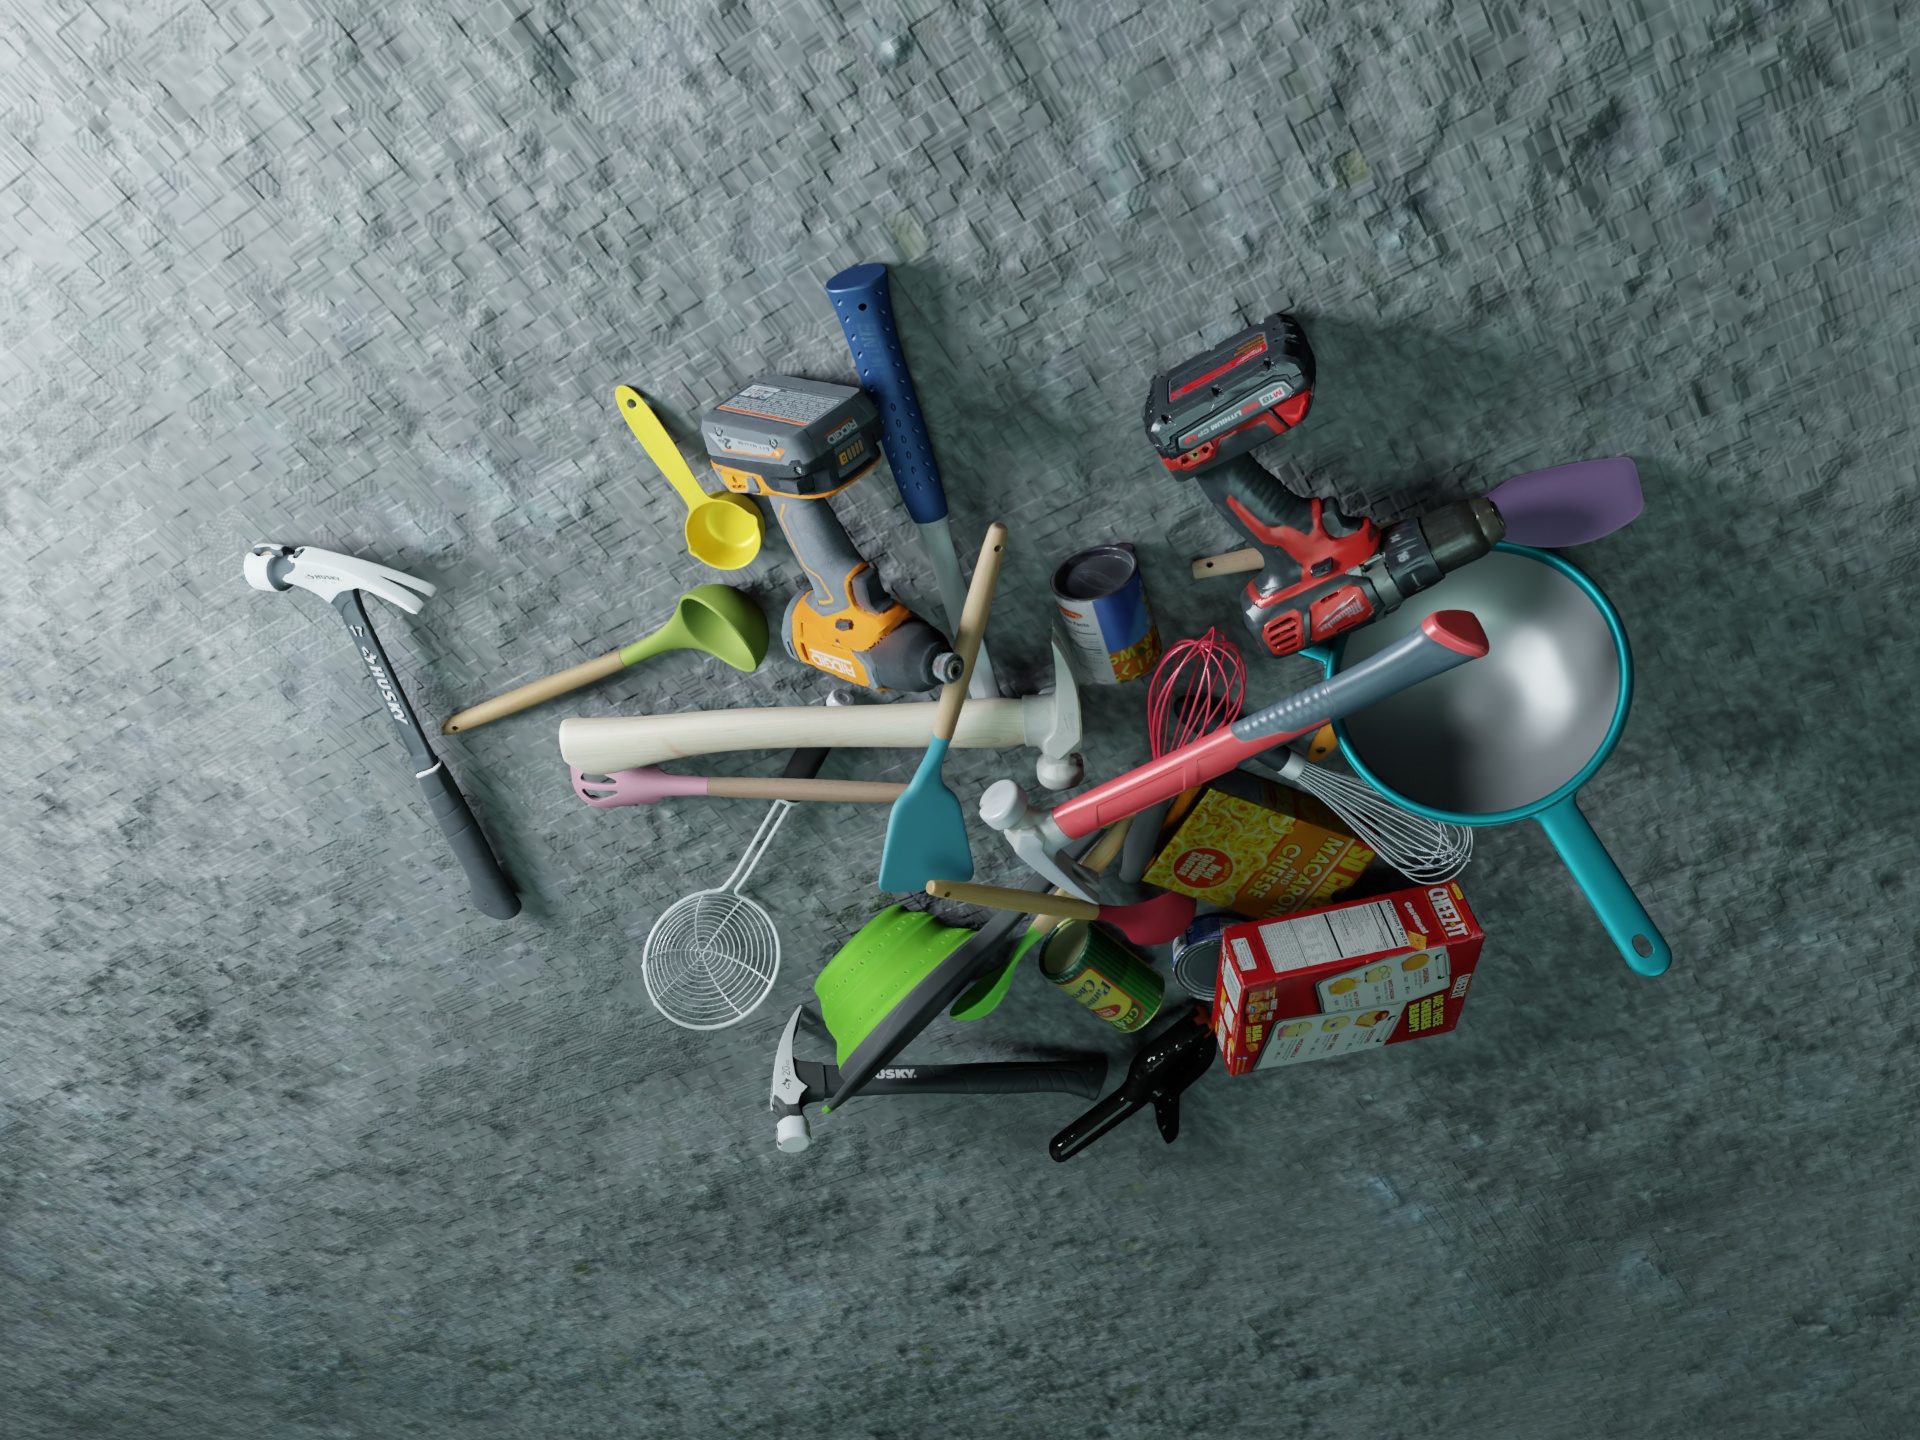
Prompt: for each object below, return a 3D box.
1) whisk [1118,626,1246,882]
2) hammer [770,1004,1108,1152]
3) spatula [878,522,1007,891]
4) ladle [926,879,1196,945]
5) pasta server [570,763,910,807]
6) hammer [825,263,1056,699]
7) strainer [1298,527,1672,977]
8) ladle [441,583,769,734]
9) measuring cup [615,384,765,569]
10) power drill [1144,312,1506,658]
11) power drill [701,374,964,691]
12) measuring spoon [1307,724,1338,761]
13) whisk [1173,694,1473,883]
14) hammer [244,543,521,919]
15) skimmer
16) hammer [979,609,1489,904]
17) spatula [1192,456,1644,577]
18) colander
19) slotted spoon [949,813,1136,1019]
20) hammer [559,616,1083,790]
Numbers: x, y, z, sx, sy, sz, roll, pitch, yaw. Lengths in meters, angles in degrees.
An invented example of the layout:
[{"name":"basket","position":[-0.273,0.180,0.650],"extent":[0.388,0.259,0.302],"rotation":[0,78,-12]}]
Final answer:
[{"name":"whisk","position":[0.165,0.037,1.263],"extent":[0.073,0.073,0.295],"rotation":[8,137,-4]},{"name":"hammer","position":[-0.017,0.343,1.540],"extent":[0.334,0.146,0.035],"rotation":[2,132,-13]},{"name":"spatula","position":[-0.002,-0.004,1.182],"extent":[0.082,0.044,0.317],"rotation":[-4,130,-24]},{"name":"ladle","position":[0.093,0.155,1.329],"extent":[0.315,0.031,0.069],"rotation":[13,120,-40]},{"name":"pasta server","position":[-0.177,0.052,1.303],"extent":[0.316,0.040,0.060],"rotation":[1,110,11]},{"name":"hammer","position":[-0.025,-0.139,1.167],"extent":[0.144,0.035,0.405],"rotation":[-10,129,11]},{"name":"strainer","position":[0.409,0.031,1.149],"extent":[0.211,0.341,0.095],"rotation":[-32,161,15]},{"name":"ladle","position":[-0.290,-0.034,1.260],"extent":[0.320,0.062,0.078],"rotation":[-19,125,21]},{"name":"measuring cup","position":[-0.197,-0.180,1.155],"extent":[0.062,0.029,0.156],"rotation":[-24,113,23]},{"name":"power drill","position":[0.248,-0.161,1.087],"extent":[0.188,0.080,0.226],"rotation":[-25,118,22]},{"name":"power drill","position":[-0.080,-0.118,1.111],"extent":[0.164,0.084,0.226],"rotation":[20,139,42]},{"name":"measuring spoon","position":[0.313,-0.005,1.278],"extent":[0.021,0.011,0.116],"rotation":[19,129,-13]},{"name":"whisk","position":[0.296,0.049,1.293],"extent":[0.284,0.070,0.070],"rotation":[28,127,-9]},{"name":"hammer","position":[-0.442,0.025,1.317],"extent":[0.149,0.036,0.408],"rotation":[7,135,18]},{"name":"skimmer","position":[-0.168,0.126,1.364],"extent":[0.127,0.090,0.363],"rotation":[14,130,-24]},{"name":"hammer","position":[0.208,0.027,1.169],"extent":[0.386,0.038,0.143],"rotation":[-27,130,28]},{"name":"spatula","position":[0.325,-0.136,1.150],"extent":[0.316,0.060,0.018],"rotation":[-9,167,15]},{"name":"colander","position":[-0.010,0.174,1.395],"extent":[0.094,0.204,0.397],"rotation":[45,107,10]},{"name":"slotted spoon","position":[0.084,0.170,1.418],"extent":[0.031,0.070,0.313],"rotation":[38,120,3]},{"name":"hammer","position":[-0.112,-0.002,1.240],"extent":[0.410,0.038,0.146],"rotation":[-3,129,5]}]
